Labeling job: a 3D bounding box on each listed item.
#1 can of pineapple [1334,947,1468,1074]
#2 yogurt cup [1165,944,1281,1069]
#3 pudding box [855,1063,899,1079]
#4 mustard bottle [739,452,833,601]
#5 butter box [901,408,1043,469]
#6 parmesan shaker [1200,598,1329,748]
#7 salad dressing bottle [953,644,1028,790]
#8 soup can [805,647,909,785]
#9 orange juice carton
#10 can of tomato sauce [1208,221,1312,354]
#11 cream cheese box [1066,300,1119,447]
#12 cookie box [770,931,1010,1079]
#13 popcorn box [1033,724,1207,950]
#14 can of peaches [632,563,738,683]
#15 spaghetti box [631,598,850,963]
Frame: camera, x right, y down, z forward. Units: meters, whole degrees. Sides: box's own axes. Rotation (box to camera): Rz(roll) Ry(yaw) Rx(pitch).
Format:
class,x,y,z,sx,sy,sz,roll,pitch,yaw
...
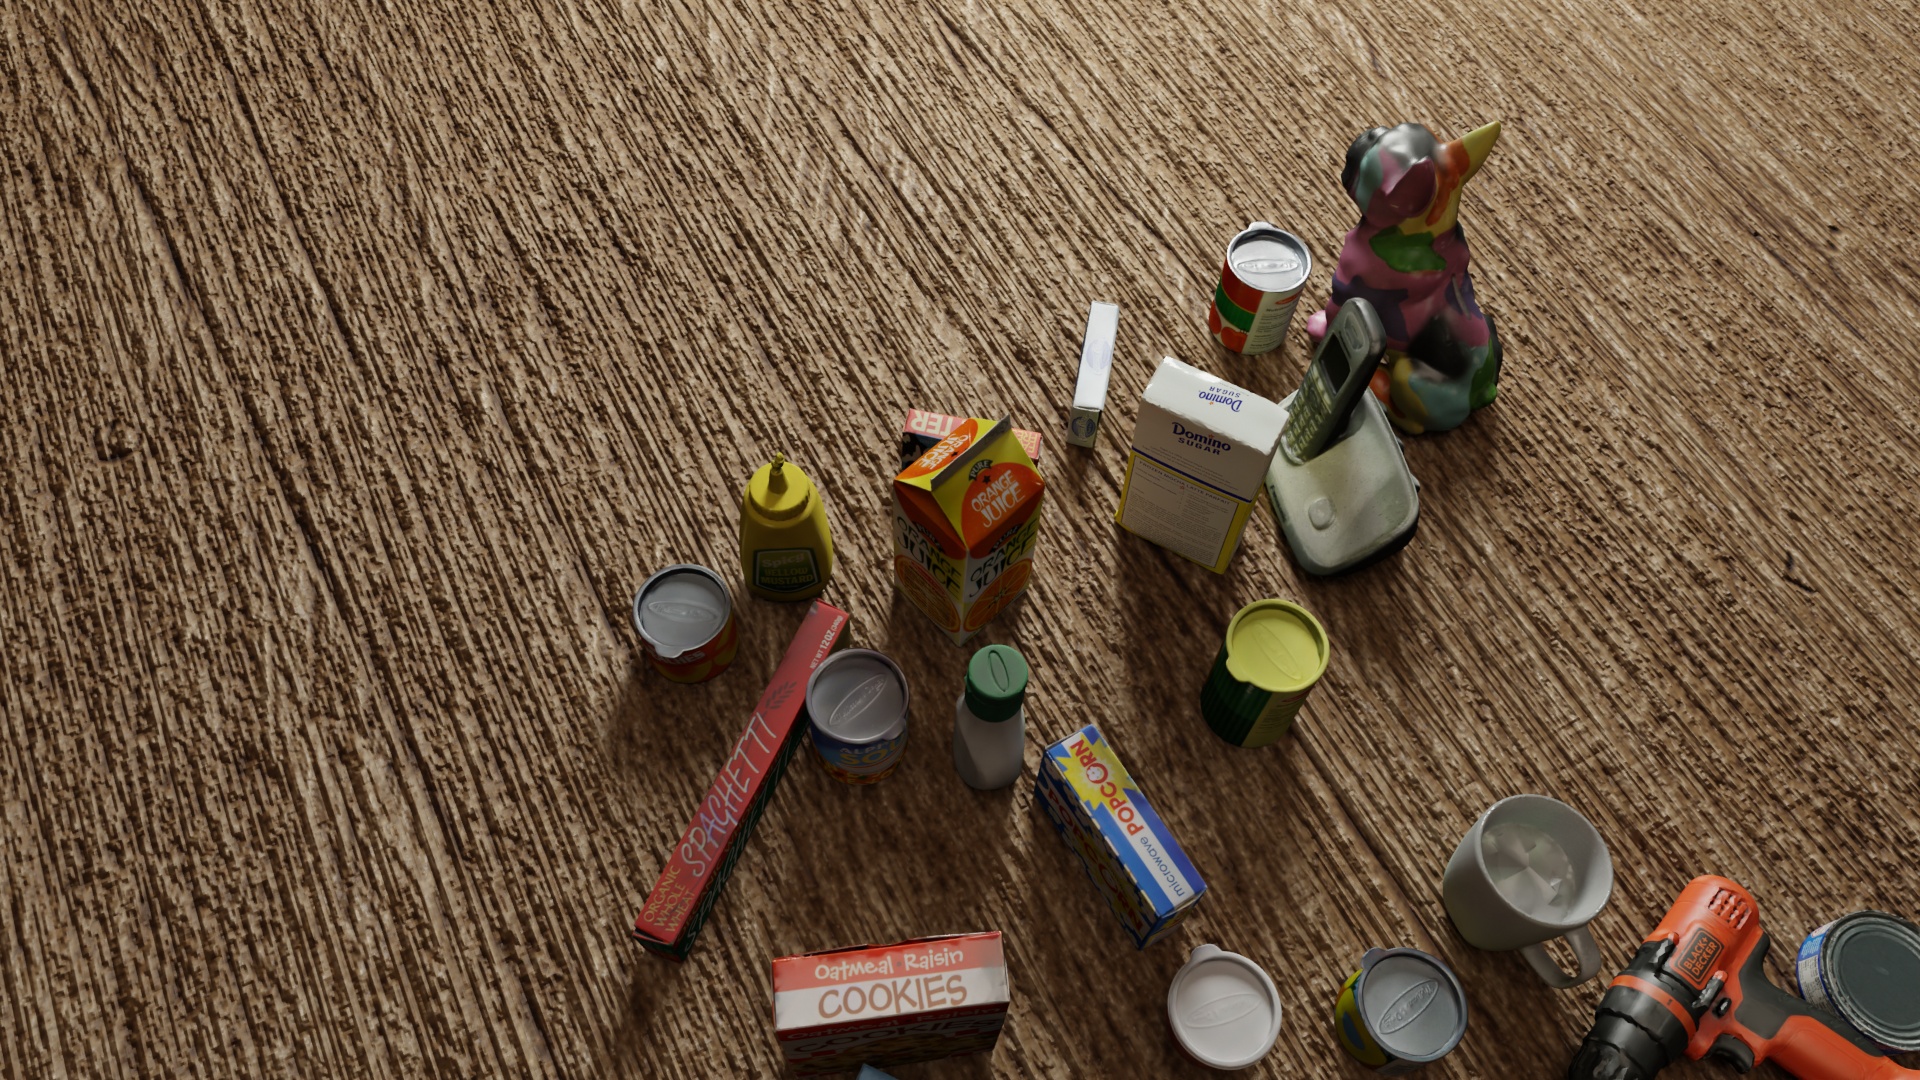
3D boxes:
class,x,y,z,sx,sy,sz,roll,pitch,yaw
can of pineapple,0.268,0.287,0.851,0.071,0.057,0.071,1,61,-2
yogurt cup,0.156,0.290,0.847,0.072,0.053,0.073,1,61,-2
pudding box,-0.027,0.341,0.813,0.084,0.049,0.030,22,62,10
mustard bottle,-0.121,-0.011,0.944,0.065,0.159,0.049,-4,61,-4
butter box,0.008,-0.067,1.042,0.103,0.053,0.024,11,61,4
parmesan shaker,0.199,0.092,0.932,0.071,0.102,0.071,1,61,-2
salad dressing bottle,0.020,0.113,0.887,0.044,0.147,0.064,-13,62,-9
soup can,-0.065,0.120,0.916,0.071,0.083,0.071,1,61,-2
orange juice carton,0.003,-0.012,0.931,0.072,0.191,0.073,-40,69,-21
can of tomato sauce,0.237,-0.200,1.110,0.071,0.082,0.071,1,61,-2
cream cheese box,0.103,-0.129,1.081,0.024,0.053,0.104,10,61,3
cookie box,-0.039,0.265,0.788,0.123,0.166,0.040,-6,61,-6
popcorn box,0.099,0.189,0.883,0.038,0.084,0.127,-28,65,-16
can of peaches,-0.189,0.060,0.959,0.071,0.057,0.071,1,61,-2
spaghetti box,-0.138,0.154,0.913,0.029,0.050,0.251,22,62,10
